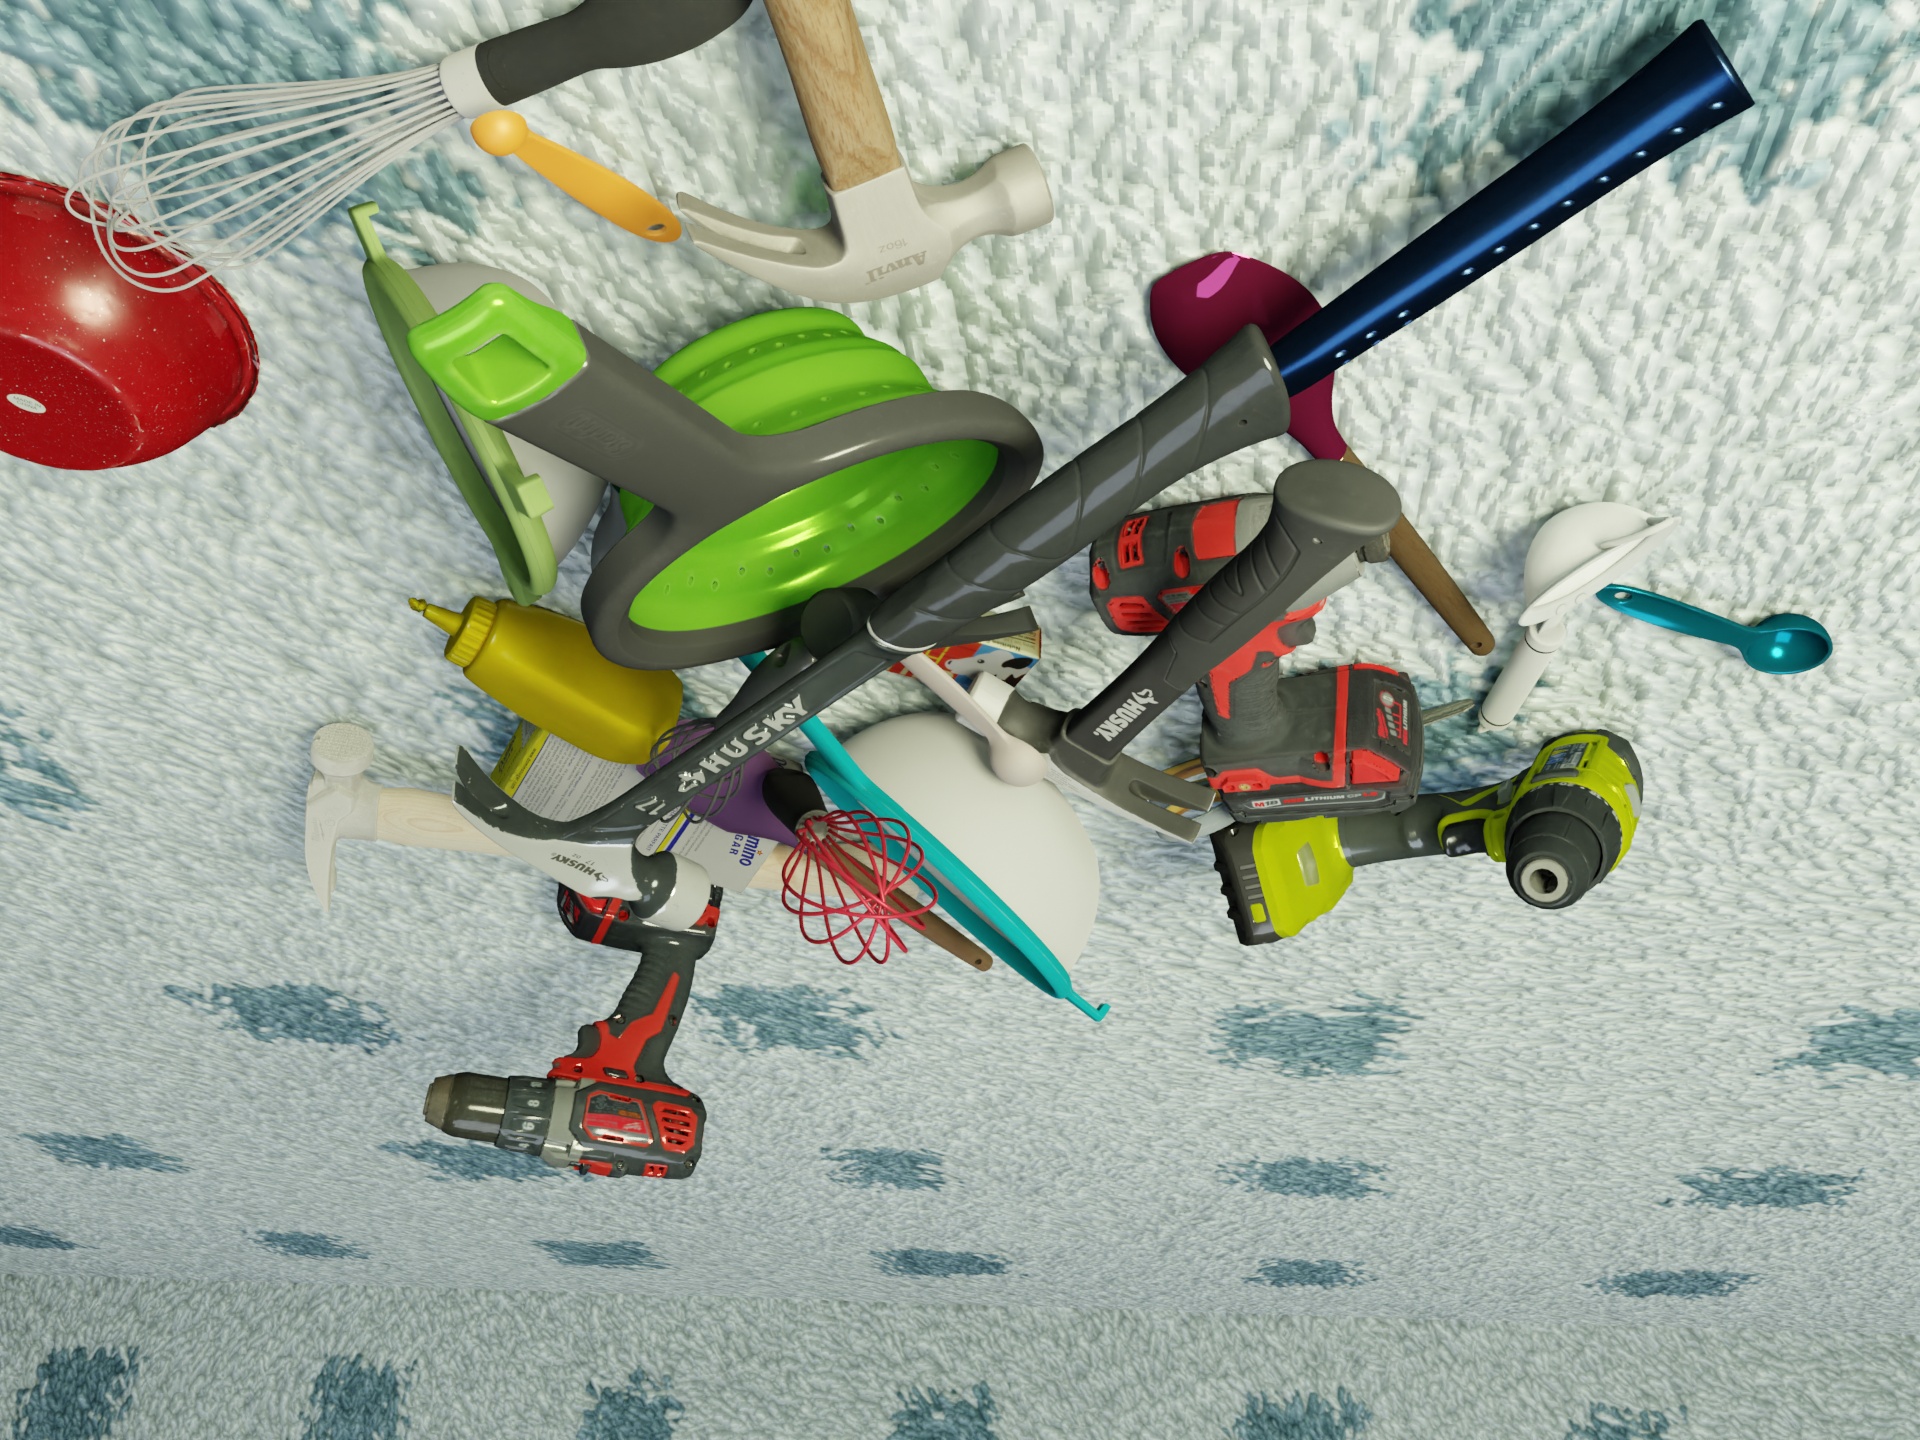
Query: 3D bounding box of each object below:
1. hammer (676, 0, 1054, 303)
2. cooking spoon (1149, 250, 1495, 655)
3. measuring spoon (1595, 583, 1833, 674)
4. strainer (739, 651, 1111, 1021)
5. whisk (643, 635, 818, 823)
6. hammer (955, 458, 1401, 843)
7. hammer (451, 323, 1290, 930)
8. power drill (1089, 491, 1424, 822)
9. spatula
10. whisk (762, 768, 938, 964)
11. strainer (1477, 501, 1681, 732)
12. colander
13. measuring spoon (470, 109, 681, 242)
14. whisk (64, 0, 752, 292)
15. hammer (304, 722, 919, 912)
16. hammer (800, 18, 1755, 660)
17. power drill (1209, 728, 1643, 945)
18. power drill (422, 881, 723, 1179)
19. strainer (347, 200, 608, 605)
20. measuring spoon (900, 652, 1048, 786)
[{"bbox_3d":[-0.064,-0.264,0.485,0.130,0.031,0.331,-23,142,0],"label":"hammer"},{"bbox_3d":[0.187,-0.112,0.750,0.069,0.017,0.318,-19,142,33],"label":"cooking spoon"},{"bbox_3d":[0.392,-0.056,0.831,0.128,0.021,0.042,17,149,-4],"label":"measuring spoon"},{"bbox_3d":[-0.017,0.025,0.912,0.211,0.095,0.340,33,165,48],"label":"strainer"},{"bbox_3d":[-0.116,0.006,0.812,0.055,0.055,0.239,16,156,-20],"label":"whisk"},{"bbox_3d":[0.108,-0.028,0.742,0.146,0.035,0.334,30,155,-4],"label":"hammer"},{"bbox_3d":[-0.042,-0.031,0.651,0.409,0.036,0.149,-33,137,27],"label":"hammer"},{"bbox_3d":[0.168,-0.035,0.825,0.143,0.079,0.219,-7,144,26],"label":"power drill"},{"bbox_3d":[-0.078,0.090,1.027,0.060,0.018,0.315,-44,127,8],"label":"spatula"},{"bbox_3d":[-0.072,0.063,0.833,0.073,0.073,0.296,14,-174,-17],"label":"whisk"},{"bbox_3d":[0.302,-0.050,0.822,0.087,0.050,0.258,-27,156,-10],"label":"strainer"},{"bbox_3d":[-0.094,-0.115,0.595,0.204,0.094,0.397,-27,170,10],"label":"colander"},{"bbox_3d":[-0.140,-0.200,0.599,0.021,0.011,0.116,-19,168,22],"label":"measuring spoon"},{"bbox_3d":[-0.203,-0.220,0.576,0.284,0.070,0.070,-12,146,16],"label":"whisk"},{"bbox_3d":[-0.232,0.095,1.094,0.410,0.038,0.146,9,128,-14],"label":"hammer"},{"bbox_3d":[0.115,-0.130,0.644,0.405,0.035,0.144,-32,168,33],"label":"hammer"},{"bbox_3d":[0.267,0.071,0.913,0.228,0.080,0.190,-12,-171,31],"label":"power drill"},{"bbox_3d":[-0.265,0.205,1.126,0.187,0.227,0.080,13,148,-16],"label":"power drill"},{"bbox_3d":[-0.192,-0.117,0.719,0.069,0.151,0.256,-30,168,-15],"label":"strainer"},{"bbox_3d":[-0.001,-0.003,0.838,0.124,0.018,0.034,43,152,-24],"label":"measuring spoon"}]
